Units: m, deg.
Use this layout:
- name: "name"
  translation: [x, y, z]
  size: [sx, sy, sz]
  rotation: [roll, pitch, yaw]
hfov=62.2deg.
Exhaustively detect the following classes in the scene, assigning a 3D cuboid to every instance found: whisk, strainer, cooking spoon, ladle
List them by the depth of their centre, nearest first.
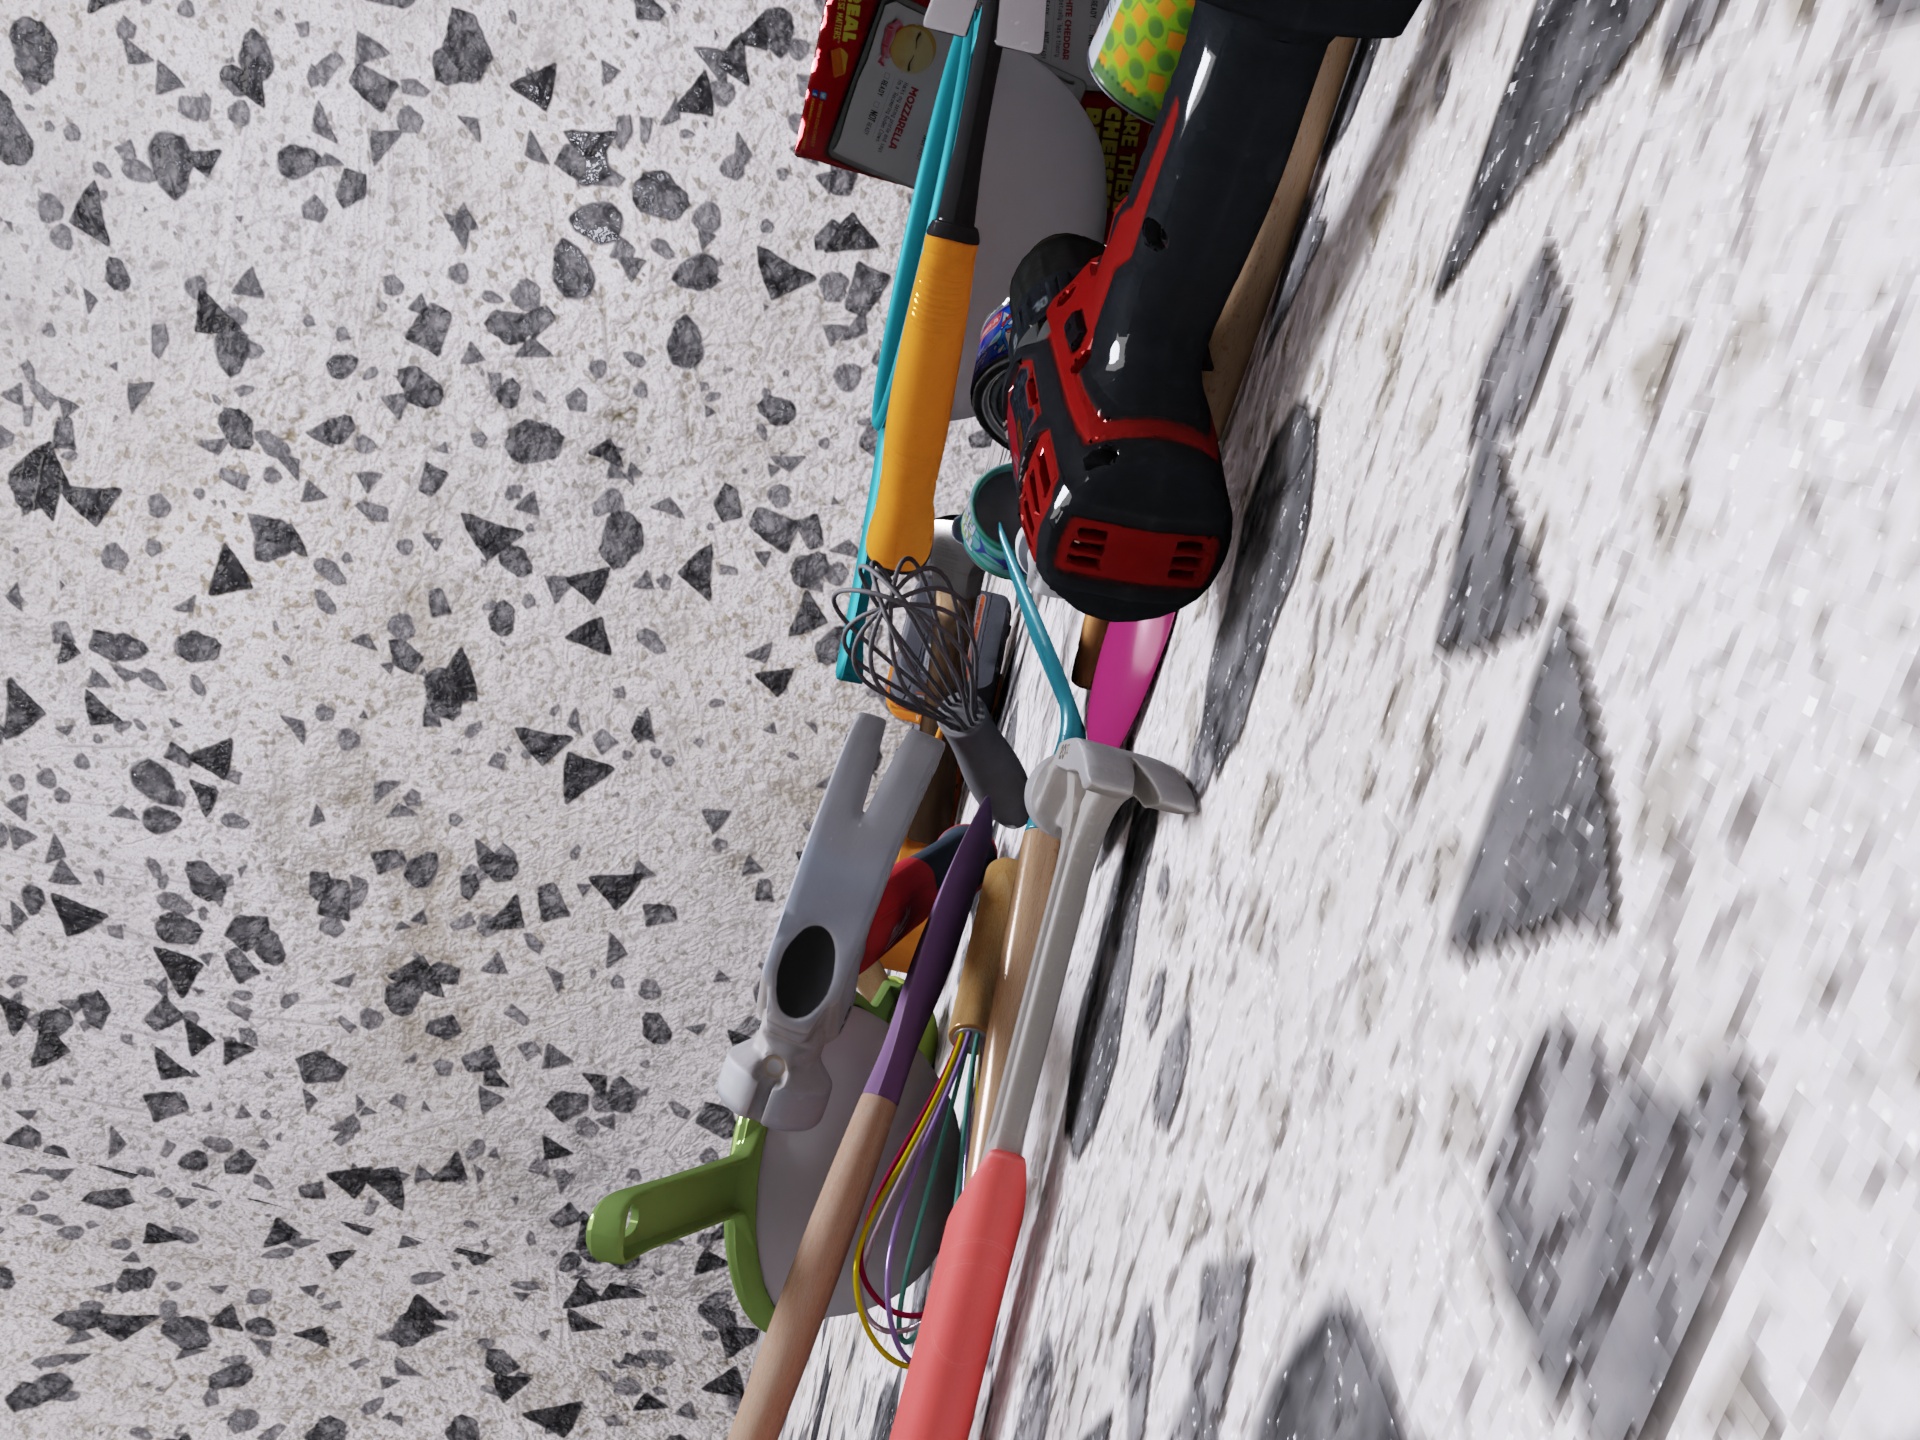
- name: "cooking spoon"
  translation: [0.085, -0.117, 0.520]
  size: [0.069, 0.017, 0.318]
  rotation: [-86, 10, -59]
- name: "strainer"
  translation: [-0.055, 0.188, 0.642]
  size: [0.256, 0.069, 0.151]
  rotation: [20, -105, -69]
- name: "whisk"
  translation: [-0.001, 0.147, 0.655]
  size: [0.245, 0.047, 0.051]
  rotation: [-75, 0, -47]
- name: "whisk"
  translation: [-0.002, -0.002, 0.700]
  size: [0.238, 0.055, 0.055]
  rotation: [60, -141, -60]
- name: "strainer"
  translation: [0.009, -0.180, 0.820]
  size: [0.211, 0.095, 0.340]
  rotation: [-139, 60, -80]
- name: "ladle"
  translation: [-0.056, 0.148, 0.868]
  size: [0.320, 0.062, 0.078]
  rotation: [77, -159, -66]

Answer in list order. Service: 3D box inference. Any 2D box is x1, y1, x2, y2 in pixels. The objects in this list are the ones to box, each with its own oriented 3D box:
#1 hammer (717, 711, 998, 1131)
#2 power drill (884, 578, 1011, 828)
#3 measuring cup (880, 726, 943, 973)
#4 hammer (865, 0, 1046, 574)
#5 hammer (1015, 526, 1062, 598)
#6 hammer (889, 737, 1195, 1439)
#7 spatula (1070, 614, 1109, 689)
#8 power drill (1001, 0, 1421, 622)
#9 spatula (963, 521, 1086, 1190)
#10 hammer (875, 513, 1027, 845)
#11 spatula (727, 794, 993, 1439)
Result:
- name: "hammer"
  translation: [-0.018, 0.064, 0.716]
  size: [0.386, 0.038, 0.143]
  rotation: [-10, -60, -81]
- name: "power drill"
  translation: [-0.018, -0.002, 1.252]
  size: [0.226, 0.084, 0.164]
  rotation: [102, 180, -47]
- name: "measuring cup"
  translation: [-0.014, 0.086, 1.048]
  size: [0.095, 0.052, 0.173]
  rotation: [-97, 24, -81]
- name: "hammer"
  translation: [-0.007, -0.161, 0.607]
  size: [0.336, 0.034, 0.127]
  rotation: [105, 176, -57]
- name: "hammer"
  translation: [0.097, -0.252, 0.769]
  size: [0.149, 0.036, 0.409]
  rotation: [-92, 17, -74]
- name: "hammer"
  translation: [0.002, 0.182, 0.495]
  size: [0.149, 0.036, 0.359]
  rotation: [172, 113, -86]
- name: "spatula"
  translation: [0.077, -0.154, 0.592]
  size: [0.081, 0.041, 0.322]
  rotation: [-88, 10, -61]
- name: "power drill"
  translation: [0.059, -0.165, 0.463]
  size: [0.188, 0.080, 0.226]
  rotation: [-96, 16, -49]
- name: "spatula"
  translation: [0.019, 0.070, 0.634]
  size: [0.082, 0.044, 0.318]
  rotation: [69, -153, -58]
- name: "hammer"
  translation: [-0.018, 0.019, 1.102]
  size: [0.031, 0.130, 0.331]
  rotation: [-21, -55, -51]
- name: "spatula"
  translation: [-0.040, 0.166, 0.599]
  size: [0.059, 0.018, 0.316]
  rotation: [83, -154, -60]
